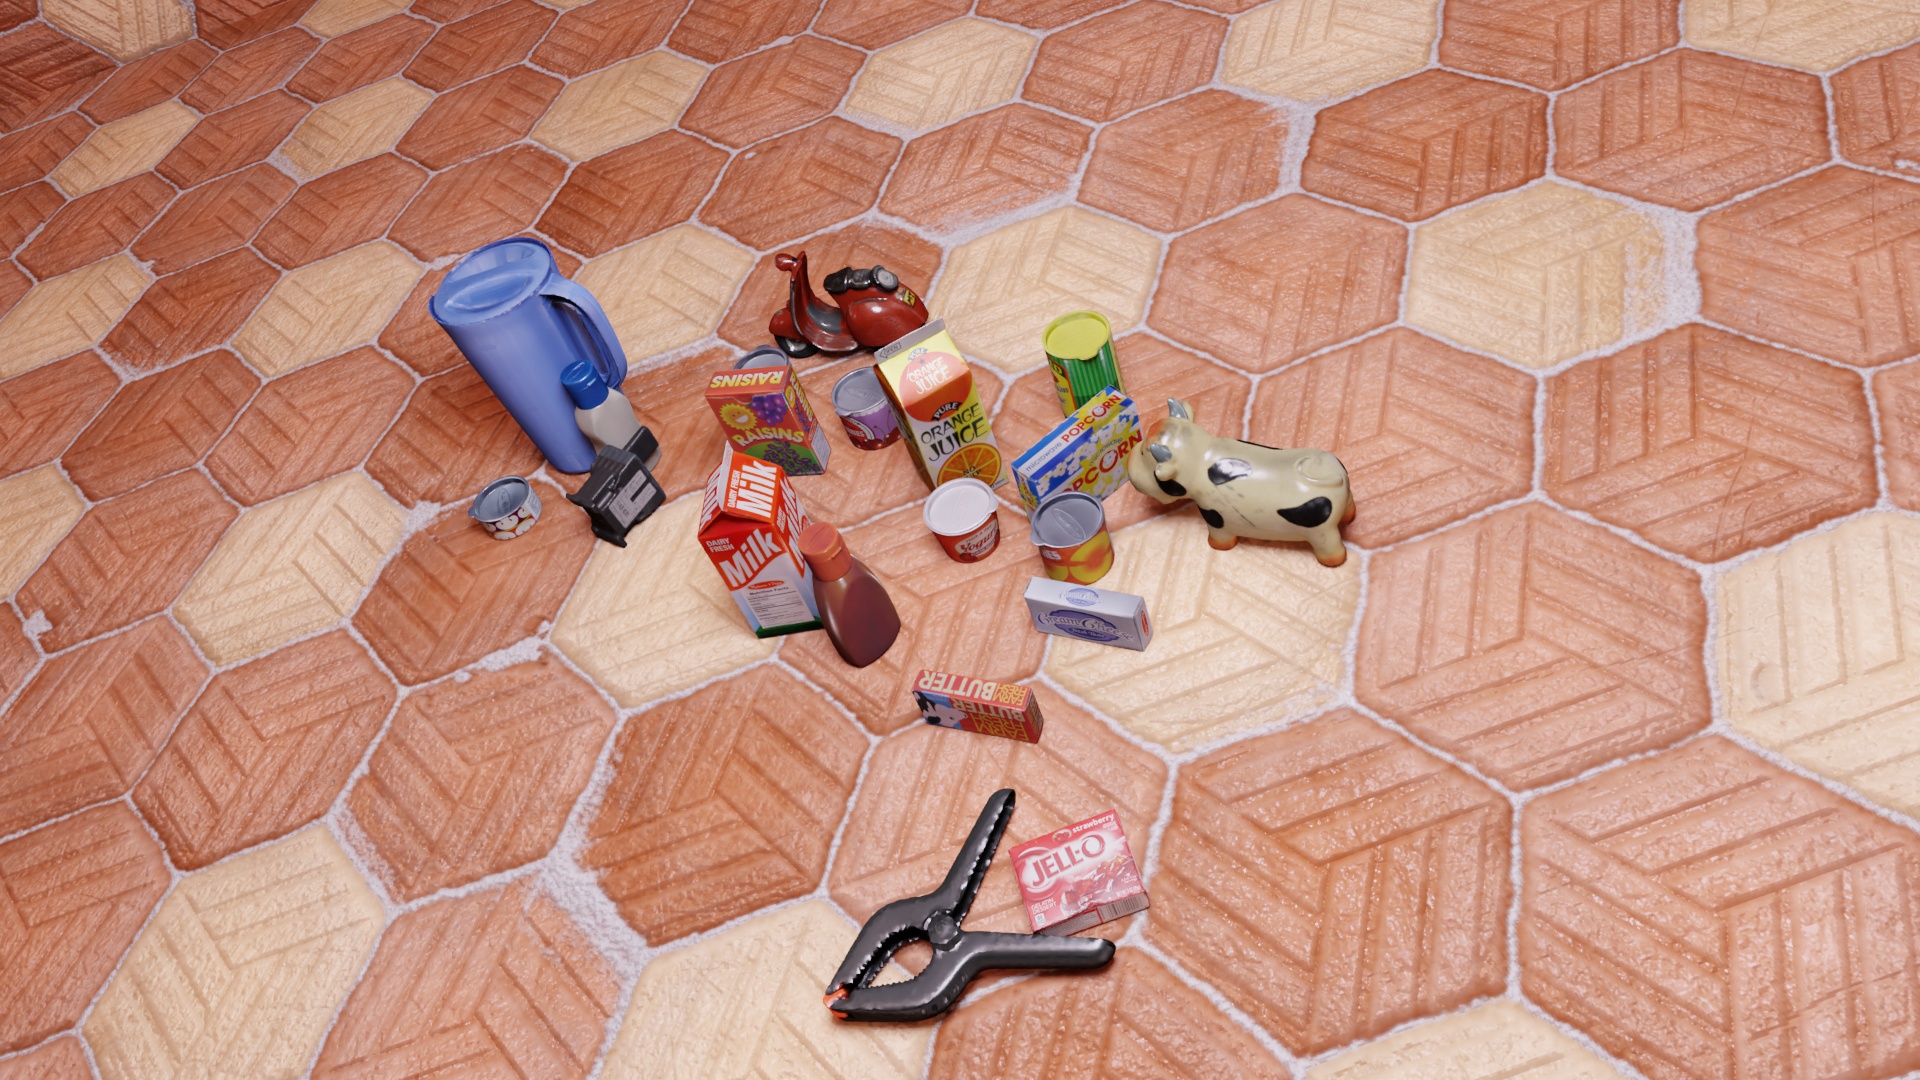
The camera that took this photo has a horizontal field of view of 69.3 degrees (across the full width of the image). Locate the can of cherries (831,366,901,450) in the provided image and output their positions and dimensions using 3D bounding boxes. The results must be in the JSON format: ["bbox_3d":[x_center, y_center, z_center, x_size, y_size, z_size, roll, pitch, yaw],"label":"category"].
[{"bbox_3d":[-0.094,-0.133,1.420,0.071,0.058,0.072,-10,48,11],"label":"can of cherries"}]

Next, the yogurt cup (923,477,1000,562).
[{"bbox_3d":[0.005,-0.016,1.286,0.072,0.053,0.073,-10,48,11],"label":"yogurt cup"}]

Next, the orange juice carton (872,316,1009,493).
[{"bbox_3d":[-0.022,-0.121,1.292,0.072,0.191,0.073,-30,47,-7],"label":"orange juice carton"}]

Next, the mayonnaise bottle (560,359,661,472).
[{"bbox_3d":[-0.366,-0.123,1.445,0.041,0.147,0.065,20,59,32],"label":"mayonnaise bottle"}]

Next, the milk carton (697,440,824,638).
[{"bbox_3d":[-0.178,0.000,1.242,0.073,0.189,0.073,-10,48,11],"label":"milk carton"}]

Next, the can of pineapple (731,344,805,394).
[{"bbox_3d":[-0.205,-0.165,1.487,0.071,0.057,0.071,-10,48,11],"label":"can of pineapple"}]

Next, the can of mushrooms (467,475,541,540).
[{"bbox_3d":[-0.487,-0.034,1.487,0.071,0.033,0.071,-10,48,11],"label":"can of mushrooms"}]

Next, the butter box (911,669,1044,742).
[{"bbox_3d":[0.015,0.137,1.149,0.103,0.053,0.024,7,53,24],"label":"butter box"}]

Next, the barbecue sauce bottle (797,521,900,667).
[{"bbox_3d":[-0.099,0.044,1.204,0.044,0.148,0.065,25,62,35],"label":"barbecue sauce bottle"}]

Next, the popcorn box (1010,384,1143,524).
[{"bbox_3d":[0.111,-0.071,1.275,0.127,0.085,0.038,-39,49,-15],"label":"popcorn box"}]

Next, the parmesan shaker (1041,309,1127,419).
[{"bbox_3d":[0.122,-0.160,1.337,0.071,0.102,0.072,-10,48,11],"label":"parmesan shaker"}]

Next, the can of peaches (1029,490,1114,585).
[{"bbox_3d":[0.099,0.000,1.236,0.071,0.057,0.071,-10,48,11],"label":"can of peaches"}]

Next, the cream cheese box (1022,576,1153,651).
[{"bbox_3d":[0.108,0.063,1.181,0.104,0.053,0.024,10,55,26],"label":"cream cheese box"}]

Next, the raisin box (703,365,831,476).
[{"bbox_3d":[-0.192,-0.117,1.396,0.086,0.122,0.040,-2,50,18],"label":"raisin box"}]
